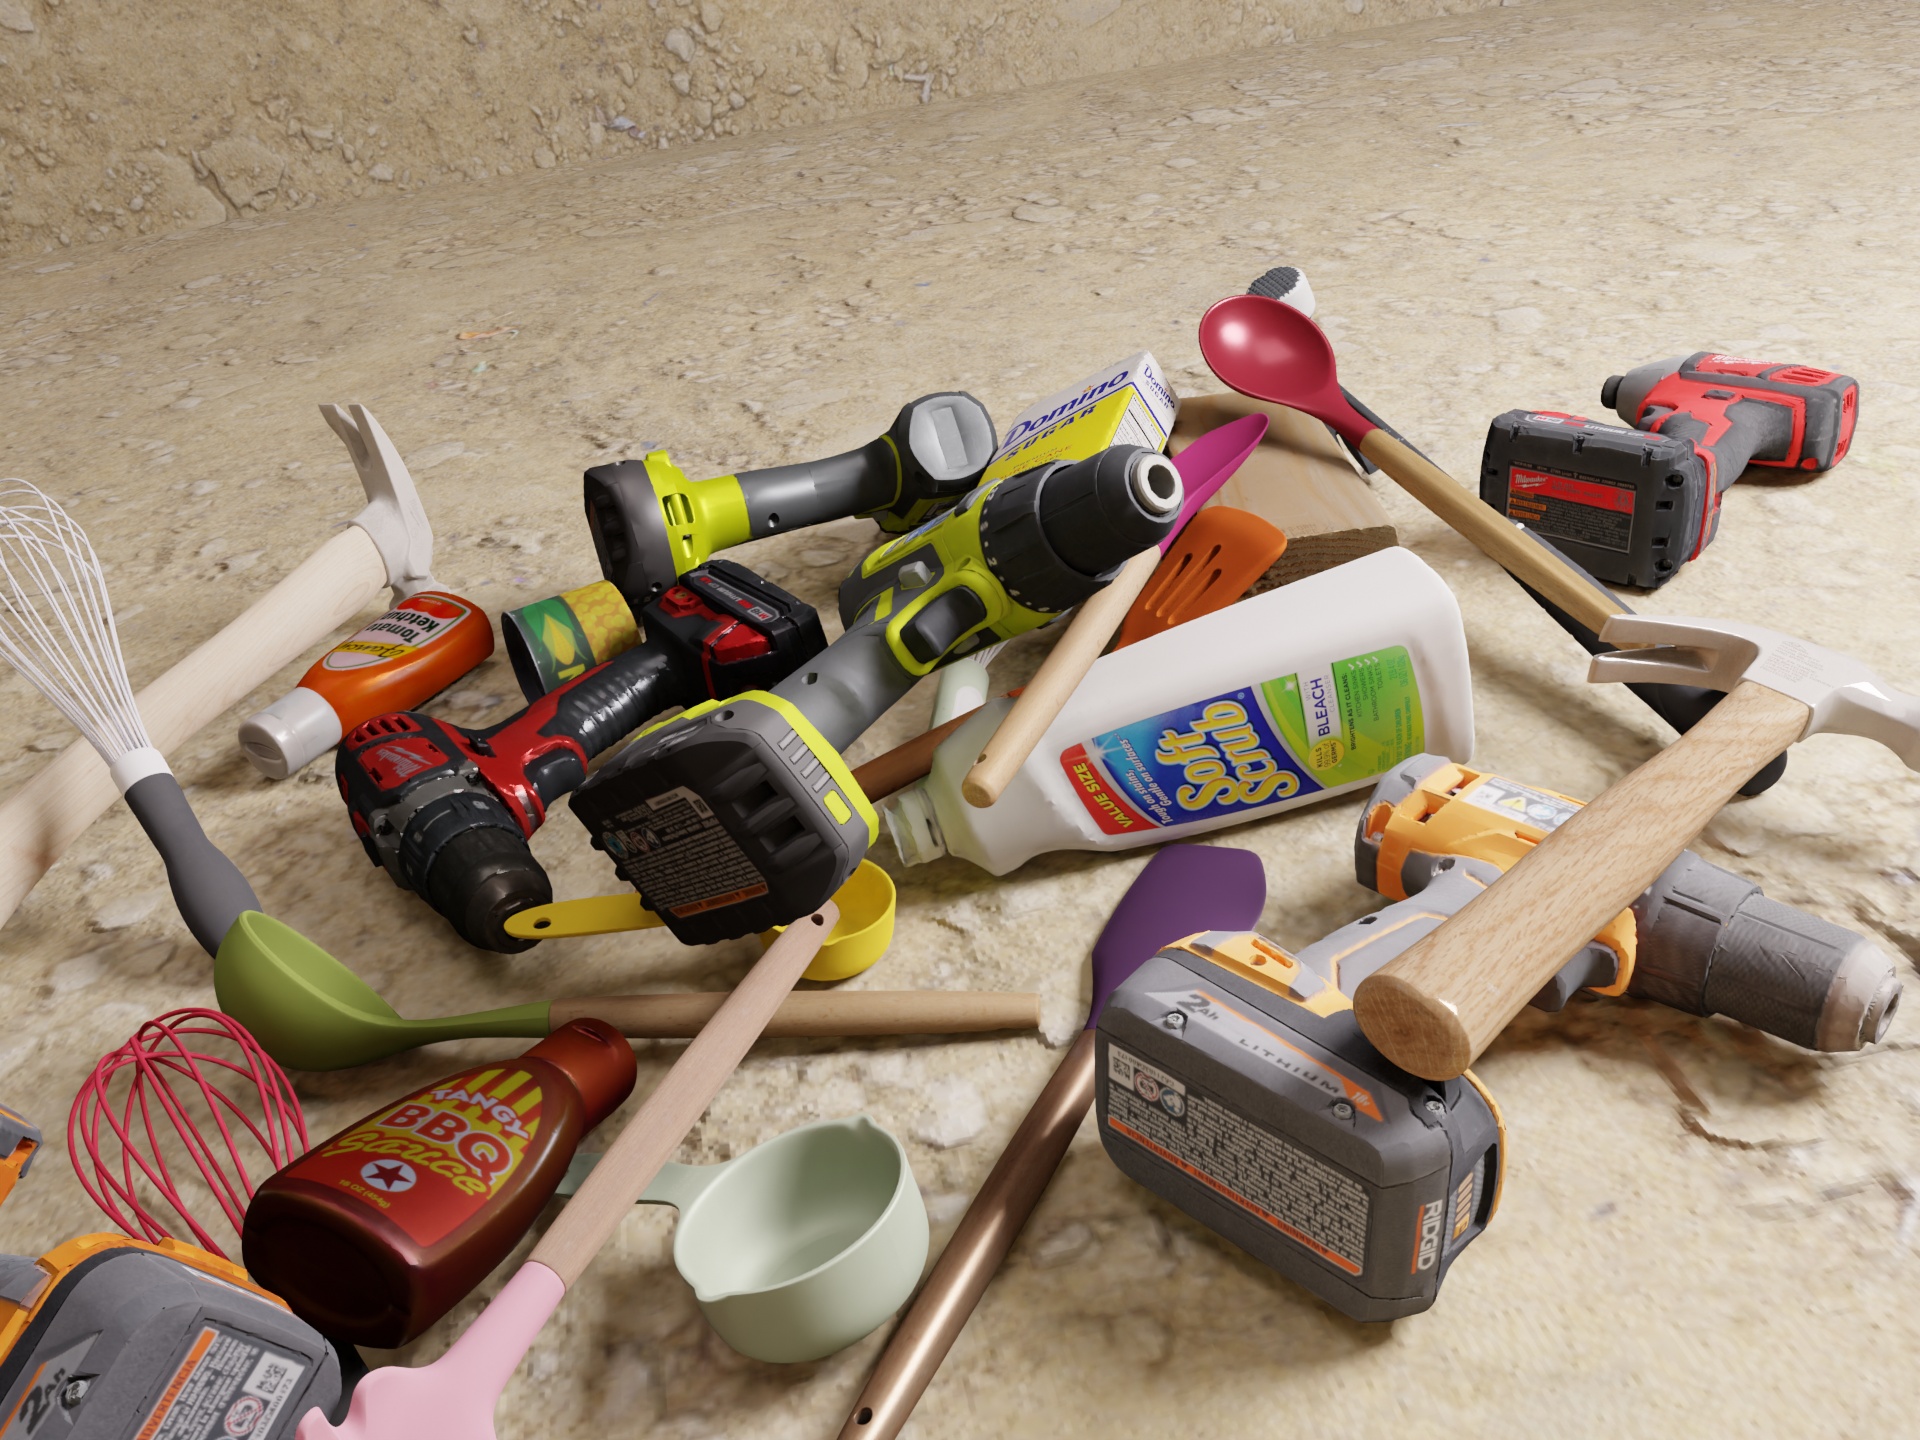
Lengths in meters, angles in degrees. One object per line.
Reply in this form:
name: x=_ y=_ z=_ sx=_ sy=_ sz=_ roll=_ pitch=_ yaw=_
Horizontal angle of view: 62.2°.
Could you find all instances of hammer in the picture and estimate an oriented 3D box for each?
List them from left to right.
hammer: x=-0.407 y=-0.016 z=0.820 sx=0.038 sy=0.146 sz=0.411 roll=3 pitch=36 yaw=21
hammer: x=0.268 y=-0.096 z=0.810 sx=0.036 sy=0.149 sz=0.409 roll=-33 pitch=40 yaw=5
hammer: x=0.230 y=0.031 z=0.537 sx=0.130 sy=0.031 sz=0.331 roll=30 pitch=38 yaw=34

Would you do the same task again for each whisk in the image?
whisk: x=-0.389 y=0.000 z=0.728 sx=0.070 sy=0.070 sz=0.285 roll=-29 pitch=71 yaw=-31
whisk: x=-0.211 y=0.182 z=0.496 sx=0.073 sy=0.073 sz=0.296 roll=-28 pitch=42 yaw=-30
whisk: x=0.004 y=-0.026 z=0.808 sx=0.059 sy=0.057 sz=0.247 roll=-34 pitch=24 yaw=27

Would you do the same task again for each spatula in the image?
spatula: x=-0.001 y=-0.002 z=0.708 sx=0.322 sy=0.041 sz=0.081 roll=-28 pitch=25 yaw=-7
spatula: x=0.041 y=0.130 z=0.554 sx=0.060 sy=0.018 sz=0.316 roll=3 pitch=31 yaw=30

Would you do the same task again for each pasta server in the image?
pasta server: x=-0.108 y=0.147 z=0.485 sx=0.060 sy=0.040 sz=0.316 roll=40 pitch=39 yaw=-2

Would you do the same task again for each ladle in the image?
ladle: x=-0.129 y=0.102 z=0.612 sx=0.320 sy=0.078 sz=0.062 roll=-2 pitch=73 yaw=4
ladle: x=0.217 y=-0.124 z=0.773 sx=0.069 sy=0.031 sz=0.316 roll=-24 pitch=47 yaw=-15

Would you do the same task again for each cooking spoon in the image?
cooking spoon: x=0.072 y=-0.061 z=0.694 sx=0.069 sy=0.017 sz=0.319 roll=-17 pitch=24 yaw=38

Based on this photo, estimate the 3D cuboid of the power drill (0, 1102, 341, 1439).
power drill: x=-0.292 y=0.197 z=0.439 sx=0.227 sy=0.084 sz=0.164 roll=8 pitch=60 yaw=36

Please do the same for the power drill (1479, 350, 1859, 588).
power drill: x=0.395 y=-0.156 z=0.903 sx=0.219 sy=0.078 sz=0.143 roll=-28 pitch=35 yaw=-35

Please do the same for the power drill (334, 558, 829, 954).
power drill: x=-0.166 y=0.017 z=0.747 sx=0.226 sy=0.080 sz=0.188 roll=-27 pitch=34 yaw=-24

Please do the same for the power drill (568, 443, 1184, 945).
power drill: x=-0.026 y=-0.021 z=0.620 sx=0.228 sy=0.080 sz=0.190 roll=-45 pitch=15 yaw=-35

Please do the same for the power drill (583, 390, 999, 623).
power drill: x=-0.101 y=-0.124 z=0.936 sx=0.223 sy=0.080 sz=0.171 roll=-16 pitch=-2 yaw=-14

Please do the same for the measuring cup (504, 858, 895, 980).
measuring cup: x=-0.104 y=0.085 z=0.644 sx=0.156 sy=0.029 sz=0.062 roll=-4 pitch=33 yaw=-3

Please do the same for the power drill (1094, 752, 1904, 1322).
power drill: x=0.178 y=0.096 z=0.523 sx=0.226 sy=0.084 sz=0.185 roll=-27 pitch=36 yaw=-37

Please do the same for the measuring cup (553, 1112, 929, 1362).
measuring cup: x=-0.081 y=0.166 z=0.518 sx=0.167 sy=0.038 sz=0.083 roll=-7 pitch=24 yaw=39
